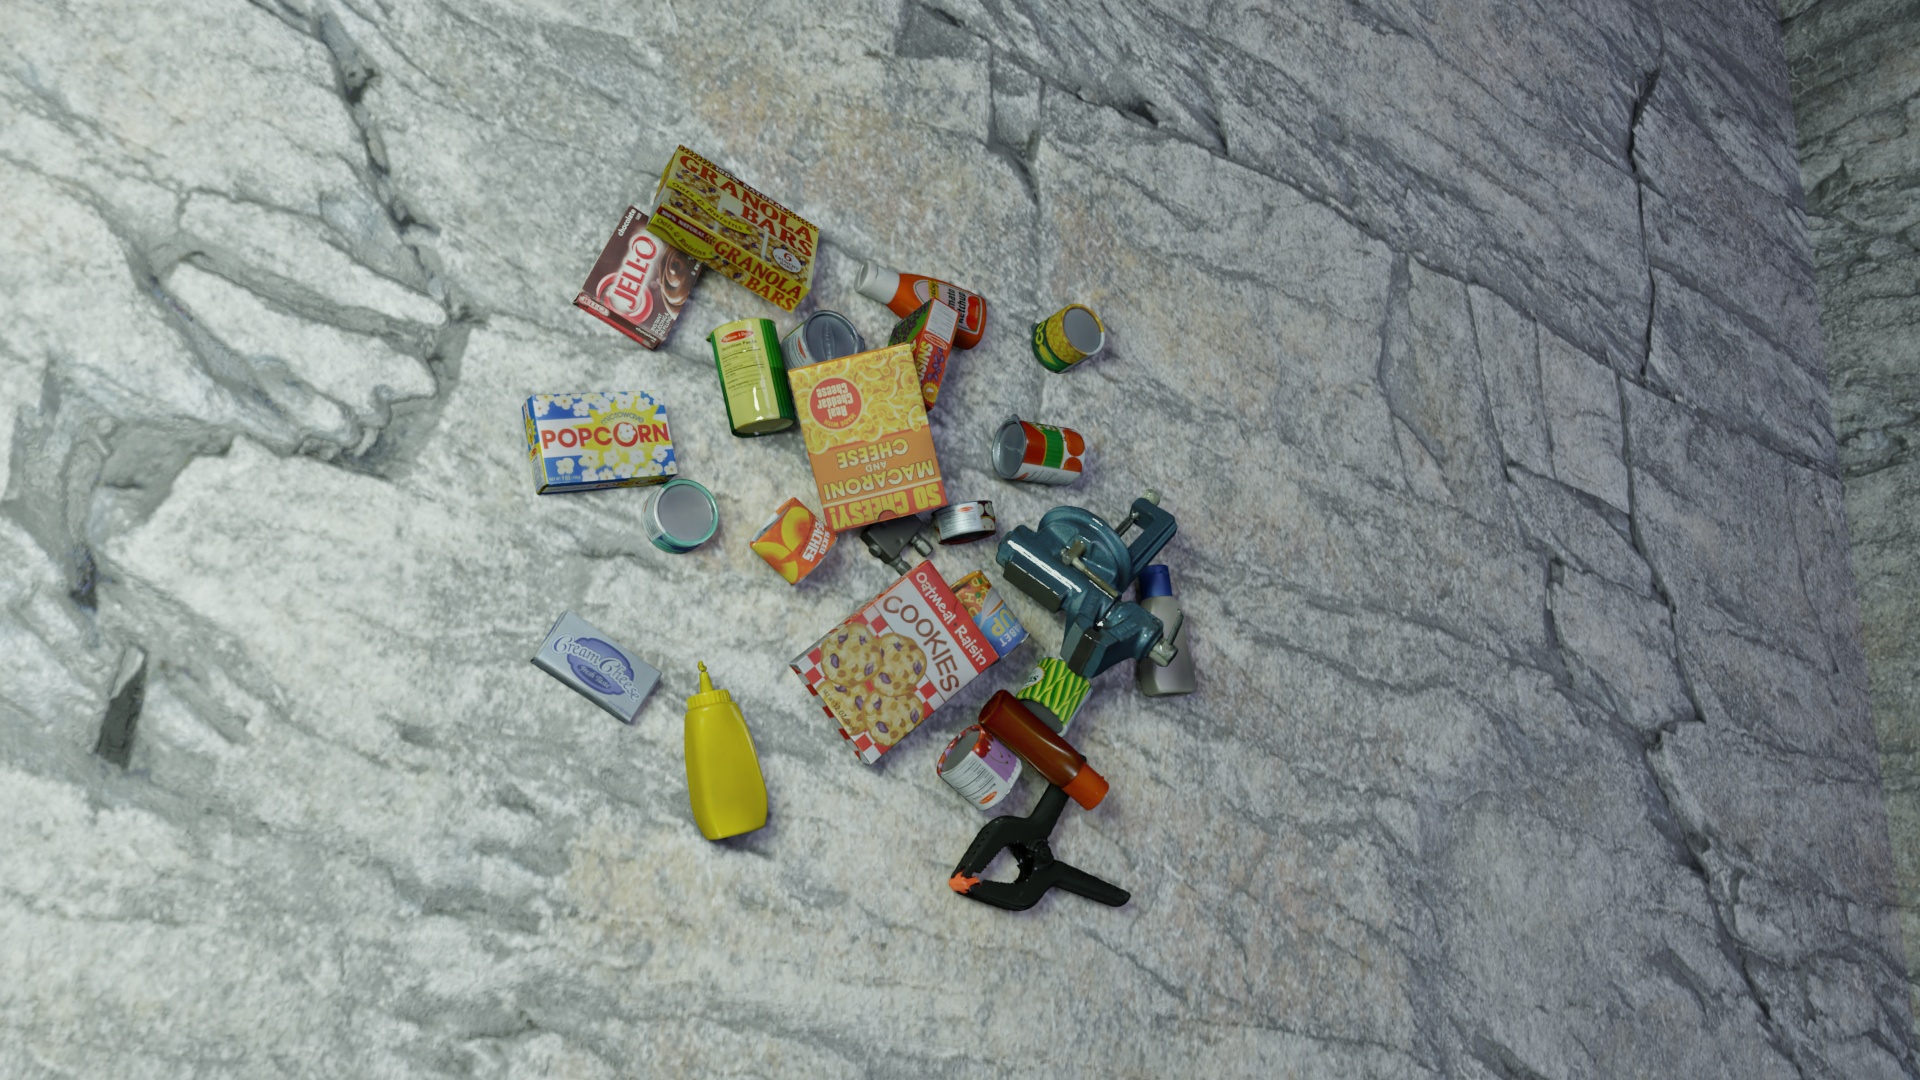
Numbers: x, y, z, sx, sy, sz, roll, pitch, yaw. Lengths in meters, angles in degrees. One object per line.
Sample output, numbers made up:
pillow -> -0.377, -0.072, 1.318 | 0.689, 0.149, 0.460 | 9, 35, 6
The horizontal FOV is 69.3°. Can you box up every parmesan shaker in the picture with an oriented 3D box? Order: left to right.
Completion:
parmesan shaker -> -0.206, -0.158, 1.366 | 0.071, 0.071, 0.103 | -8, 81, -35

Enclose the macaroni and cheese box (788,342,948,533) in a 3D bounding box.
macaroni and cheese box -> -0.091, -0.101, 1.376 | 0.124, 0.040, 0.166 | -14, 100, -3

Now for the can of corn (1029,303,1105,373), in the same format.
can of corn -> 0.123, -0.235, 1.606 | 0.071, 0.058, 0.071 | 11, 70, -31

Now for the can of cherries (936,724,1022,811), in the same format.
can of cherries -> 0.018, 0.226, 1.392 | 0.058, 0.071, 0.072 | 43, 57, -14

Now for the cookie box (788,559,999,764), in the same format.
cookie box -> -0.063, 0.117, 1.357 | 0.168, 0.040, 0.123 | -38, 97, -18

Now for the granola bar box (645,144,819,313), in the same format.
granola bar box -> -0.225, -0.311, 1.388 | 0.165, 0.039, 0.125 | 28, 36, -23

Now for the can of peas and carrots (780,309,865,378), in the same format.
can of peas and carrots -> -0.142, -0.195, 1.421 | 0.071, 0.058, 0.071 | 11, 70, -31

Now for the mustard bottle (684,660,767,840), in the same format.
mustard bottle -> -0.219, 0.187, 1.258 | 0.065, 0.048, 0.160 | -6, 78, -35

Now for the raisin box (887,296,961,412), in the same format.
raisin box -> -0.050, -0.184, 1.461 | 0.040, 0.086, 0.124 | 28, 62, -25

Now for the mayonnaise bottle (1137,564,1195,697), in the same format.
mayonnaise bottle -> 0.229, 0.103, 1.581 | 0.065, 0.041, 0.148 | 4, 72, -34

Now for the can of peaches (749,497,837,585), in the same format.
can of peaches -> -0.160, 0.000, 1.341 | 0.058, 0.071, 0.071 | 44, 57, -13

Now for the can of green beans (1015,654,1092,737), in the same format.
can of green beans -> 0.096, 0.166, 1.459 | 0.071, 0.071, 0.058 | 47, 57, -13

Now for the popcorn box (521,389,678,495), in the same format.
popcorn box -> -0.331, -0.091, 1.278 | 0.127, 0.038, 0.085 | -7, 79, -34

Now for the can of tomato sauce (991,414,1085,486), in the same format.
can of tomato sauce -> 0.087, -0.099, 1.535 | 0.083, 0.071, 0.071 | 6, 72, -32

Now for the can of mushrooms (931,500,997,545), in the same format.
can of mushrooms -> 0.005, -0.018, 1.459 | 0.071, 0.071, 0.033 | -5, 78, -34

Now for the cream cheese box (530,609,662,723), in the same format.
cream cheese box -> -0.322, 0.112, 1.229 | 0.103, 0.024, 0.053 | 38, 58, -18

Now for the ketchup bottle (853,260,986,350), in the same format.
ketchup bottle -> -0.044, -0.261, 1.516 | 0.149, 0.043, 0.065 | 19, 62, -27

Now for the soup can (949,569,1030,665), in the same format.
soup can -> 0.021, 0.081, 1.433 | 0.072, 0.071, 0.083 | -41, 99, -35

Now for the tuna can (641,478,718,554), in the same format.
tuna can -> -0.261, -0.023, 1.306 | 0.071, 0.032, 0.071 | 10, 70, -30

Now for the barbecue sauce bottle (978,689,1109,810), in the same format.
barbecue sauce bottle -> 0.086, 0.216, 1.421 | 0.148, 0.065, 0.043 | 41, 96, -5
